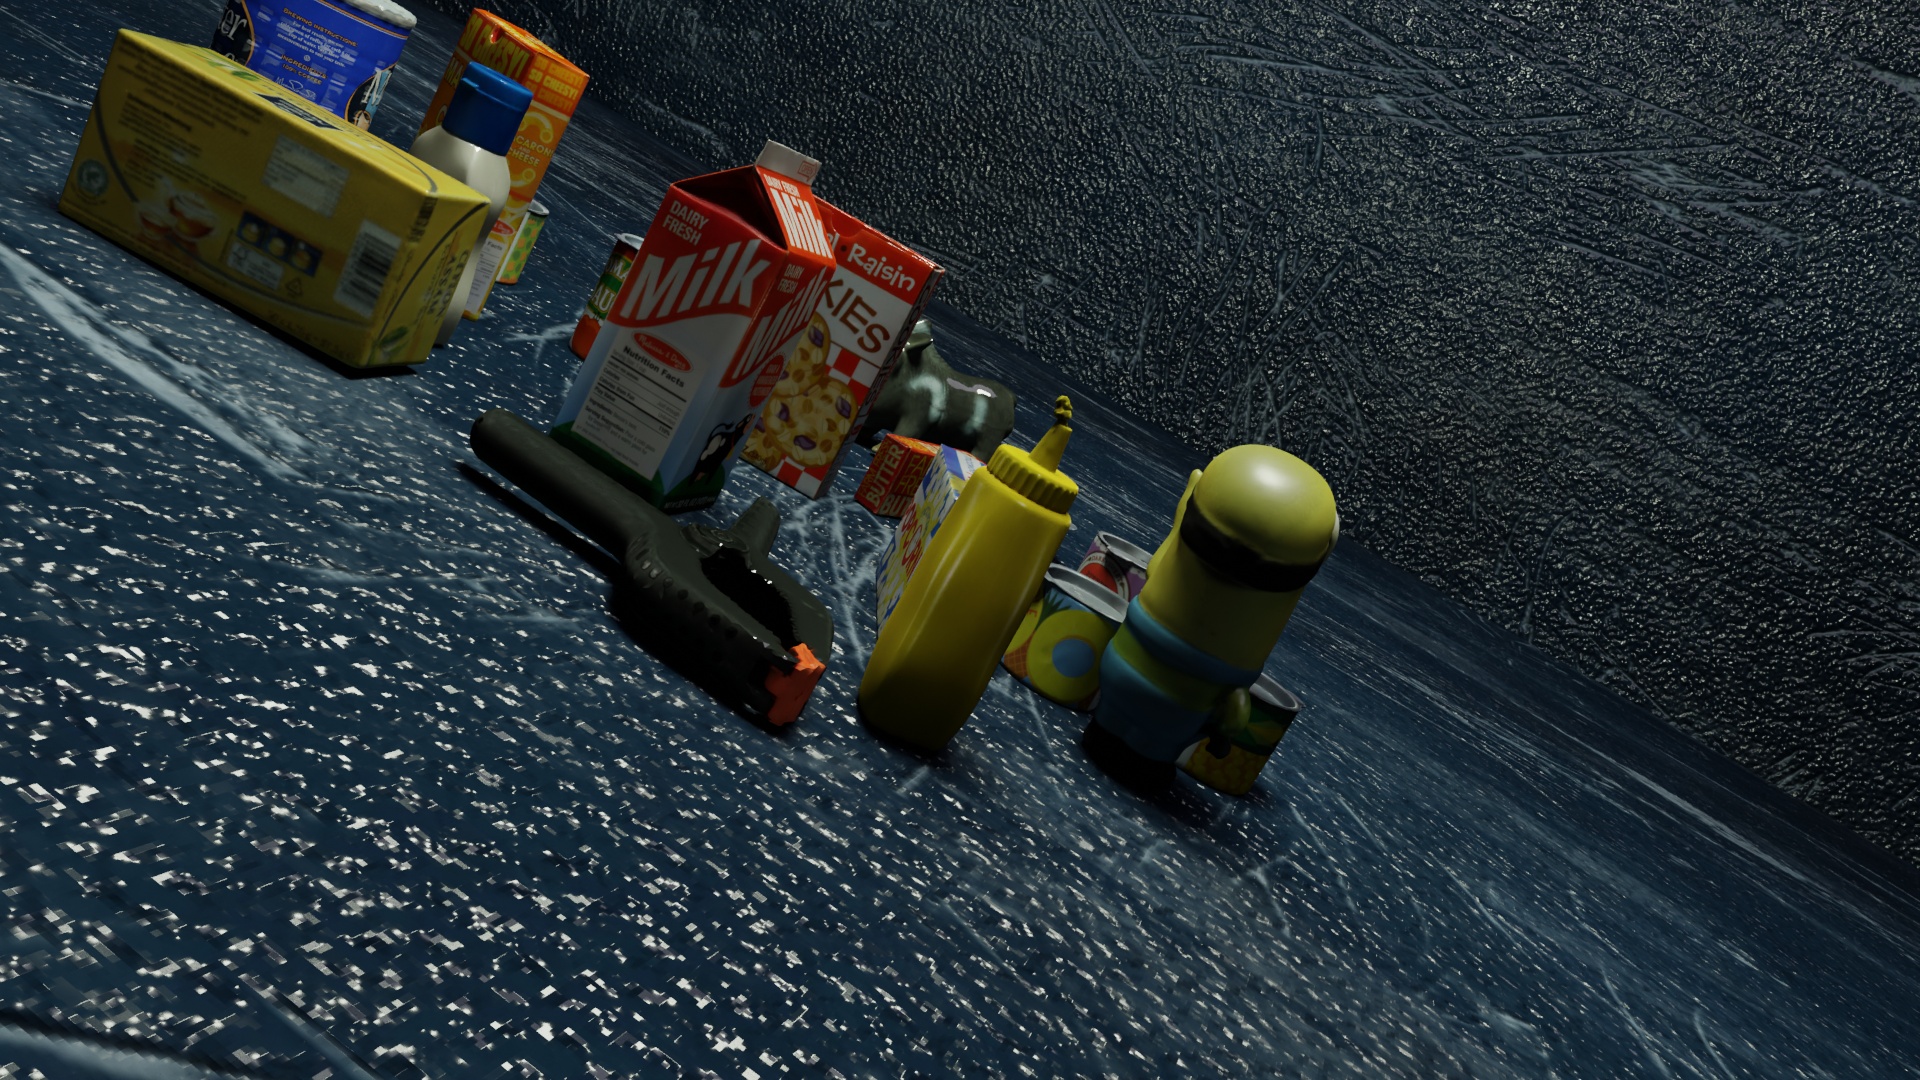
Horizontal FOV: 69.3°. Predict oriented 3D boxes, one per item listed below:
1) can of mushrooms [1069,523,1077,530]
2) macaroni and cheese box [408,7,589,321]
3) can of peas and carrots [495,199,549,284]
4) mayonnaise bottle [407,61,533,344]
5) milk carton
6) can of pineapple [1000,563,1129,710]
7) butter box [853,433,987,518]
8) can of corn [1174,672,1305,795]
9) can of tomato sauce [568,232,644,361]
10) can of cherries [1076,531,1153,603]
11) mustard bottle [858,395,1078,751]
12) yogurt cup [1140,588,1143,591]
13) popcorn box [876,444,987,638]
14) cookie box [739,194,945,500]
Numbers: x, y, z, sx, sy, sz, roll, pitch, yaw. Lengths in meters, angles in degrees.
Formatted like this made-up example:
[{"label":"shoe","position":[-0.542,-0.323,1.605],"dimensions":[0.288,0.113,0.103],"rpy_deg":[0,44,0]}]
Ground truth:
[{"label":"can of mushrooms","position":[0.052,-0.014,1.074],"dimensions":[0.071,0.033,0.071],"rpy_deg":[28,12,-6]},{"label":"macaroni and cheese box","position":[-0.304,-0.238,0.870],"dimensions":[0.040,0.166,0.124],"rpy_deg":[18,17,-44]},{"label":"can of peas and carrots","position":[-0.337,-0.224,0.992],"dimensions":[0.071,0.058,0.071],"rpy_deg":[28,12,-6]},{"label":"mayonnaise bottle","position":[-0.279,-0.184,0.757],"dimensions":[0.065,0.147,0.041],"rpy_deg":[34,13,22]},{"label":"milk carton","position":[-0.128,-0.113,0.712],"dimensions":[0.073,0.190,0.072],"rpy_deg":[31,12,10]},{"label":"can of pineapple","position":[0.059,0.053,0.773],"dimensions":[0.071,0.057,0.071],"rpy_deg":[28,12,-6]},{"label":"butter box","position":[-0.026,-0.041,0.965],"dimensions":[0.024,0.053,0.103],"rpy_deg":[36,14,29]},{"label":"can of corn","position":[0.149,0.101,0.778],"dimensions":[0.071,0.058,0.071],"rpy_deg":[28,12,-6]},{"label":"can of tomato sauce","position":[-0.215,-0.153,0.924],"dimensions":[0.071,0.083,0.071],"rpy_deg":[28,12,-6]},{"label":"can of cherries","position":[0.107,0.035,0.948],"dimensions":[0.071,0.058,0.071],"rpy_deg":[28,12,-6]},{"label":"mustard bottle","position":[0.011,0.011,0.594],"dimensions":[0.049,0.160,0.065],"rpy_deg":[27,12,-12]},{"label":"yogurt cup","position":[0.132,0.072,0.864],"dimensions":[0.072,0.054,0.072],"rpy_deg":[28,12,-6]},{"label":"popcorn box","position":[-0.010,0.005,0.747],"dimensions":[0.038,0.085,0.127],"rpy_deg":[27,13,-11]},{"label":"cookie box","position":[-0.103,-0.129,0.880],"dimensions":[0.123,0.167,0.040],"rpy_deg":[30,12,3]}]
